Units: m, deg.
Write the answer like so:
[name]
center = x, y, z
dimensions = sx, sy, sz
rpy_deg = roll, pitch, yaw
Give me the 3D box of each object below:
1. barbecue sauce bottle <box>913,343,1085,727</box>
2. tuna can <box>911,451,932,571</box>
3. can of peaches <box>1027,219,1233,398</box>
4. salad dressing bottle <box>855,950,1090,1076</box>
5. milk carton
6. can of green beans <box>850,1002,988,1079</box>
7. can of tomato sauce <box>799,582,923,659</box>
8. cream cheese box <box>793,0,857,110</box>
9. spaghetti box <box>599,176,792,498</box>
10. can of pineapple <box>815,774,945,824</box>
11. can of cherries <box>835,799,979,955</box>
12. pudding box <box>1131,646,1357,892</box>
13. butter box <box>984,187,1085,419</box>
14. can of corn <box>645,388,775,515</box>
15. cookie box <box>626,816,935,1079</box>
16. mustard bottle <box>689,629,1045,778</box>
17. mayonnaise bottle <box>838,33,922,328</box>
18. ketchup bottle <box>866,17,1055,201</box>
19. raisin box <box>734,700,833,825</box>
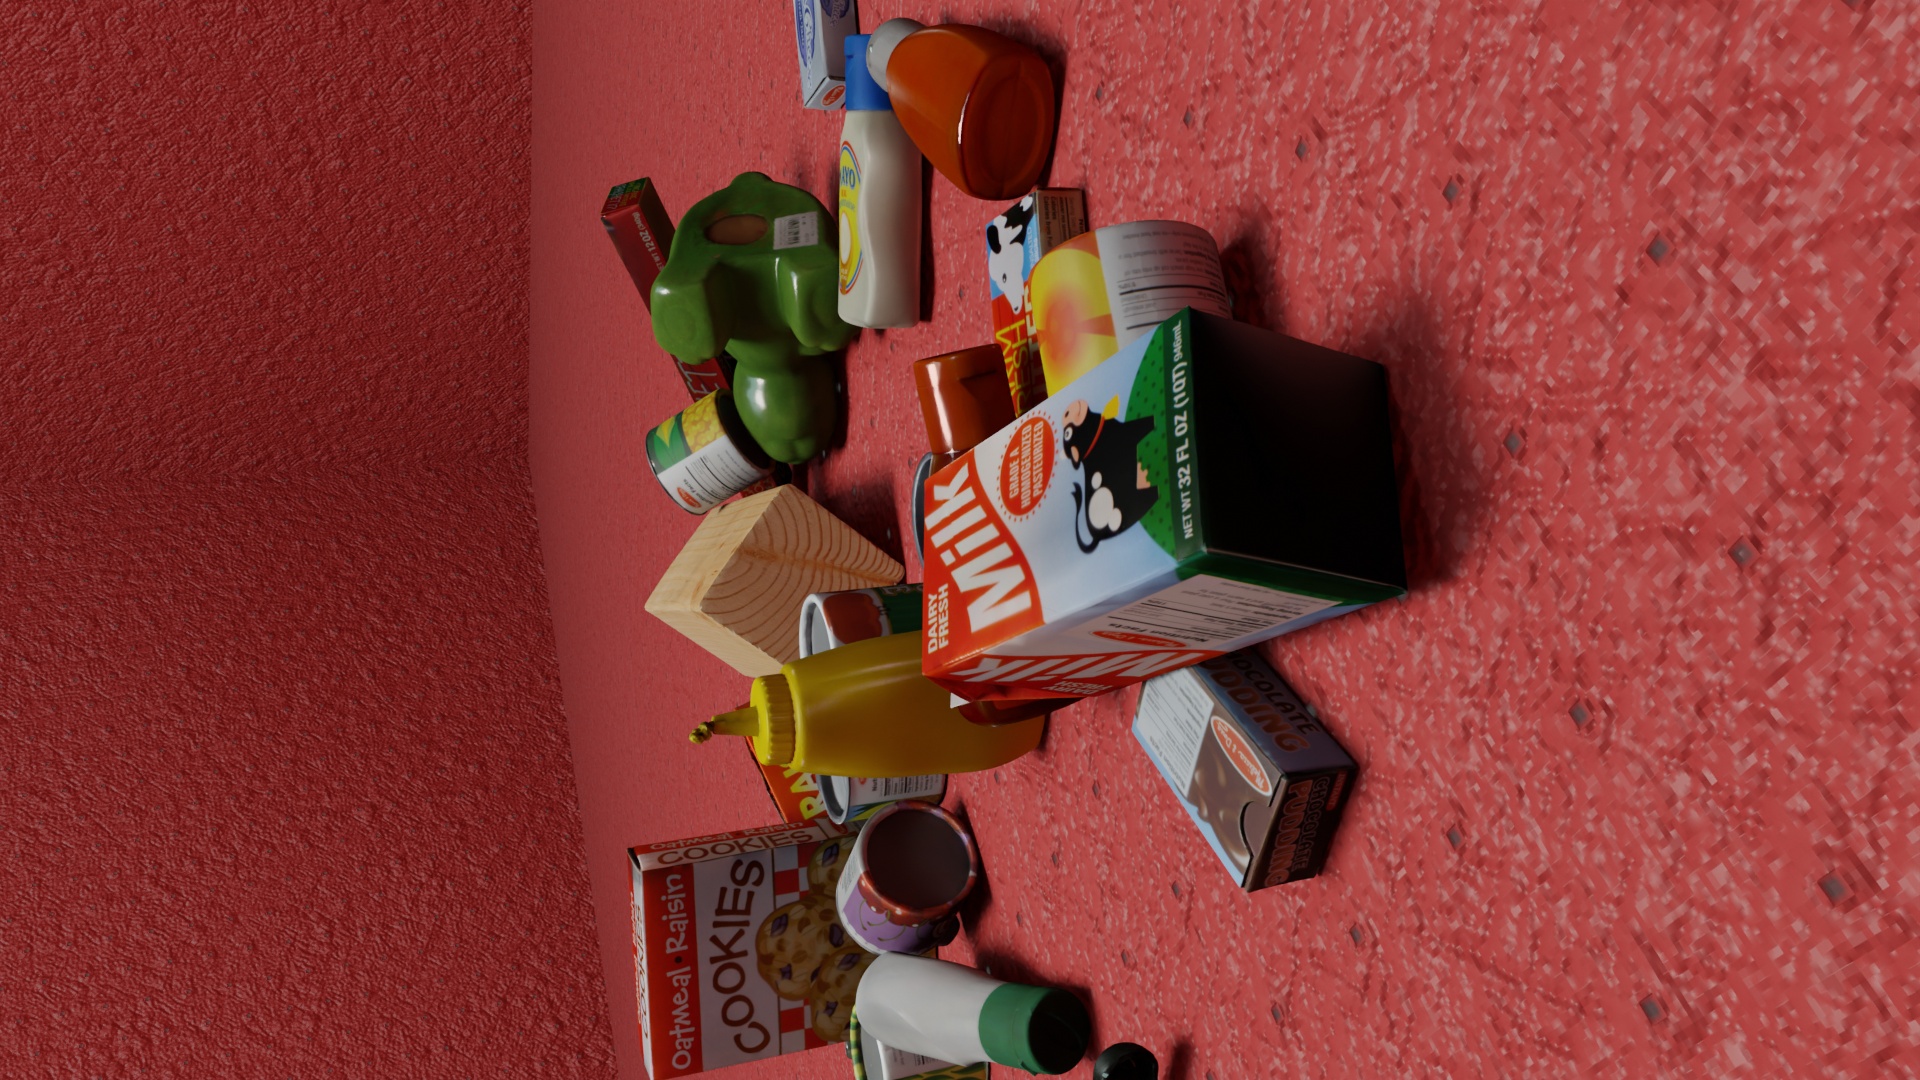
[barbecue sauce bottle]
center = 0.014, -0.004, 0.563
dimensions = 0.043, 0.065, 0.148
rpy_deg = 6, 111, 66
[tuna can]
center = 0.002, -0.008, 0.667
dimensions = 0.071, 0.033, 0.071
rpy_deg = 177, 89, -69
[can of peaches]
center = 0.058, -0.066, 0.466
dimensions = 0.071, 0.071, 0.058
rpy_deg = 140, 123, -64
[salad dressing bottle]
center = 0.004, 0.227, 0.666
dimensions = 0.147, 0.064, 0.044
rpy_deg = -17, 36, 55
[milk carton]
center = 0.044, 0.002, 0.447
dimensions = 0.190, 0.073, 0.072
rpy_deg = -31, 54, 54
[can of green beans]
center = -0.024, 0.279, 0.757
dimensions = 0.071, 0.058, 0.071
rpy_deg = 176, 89, -69
[can of tomato sauce]
center = -0.034, 0.053, 0.702
dimensions = 0.071, 0.083, 0.071
rpy_deg = 176, 89, -68
[cream cheese box]
center = -0.082, -0.317, 0.832
dimensions = 0.053, 0.024, 0.104
rpy_deg = 170, 95, -68
[spaghetti box]
center = -0.174, -0.124, 0.945
dimensions = 0.050, 0.028, 0.249
rpy_deg = -94, -15, -55
[can of pineapple]
center = -0.047, 0.123, 0.785
dimensions = 0.071, 0.058, 0.071
rpy_deg = 177, 89, -69
[can of cherries]
center = -0.026, 0.181, 0.740
dimensions = 0.058, 0.071, 0.072
rpy_deg = 113, 146, -48
[pudding box]
center = 0.091, 0.069, 0.461
dimensions = 0.084, 0.030, 0.049
rpy_deg = -124, 37, -52
[butter box]
center = 0.034, -0.090, 0.580
dimensions = 0.053, 0.024, 0.103
rpy_deg = 169, 96, -68
[can of corn]
center = -0.164, -0.061, 0.917
dimensions = 0.071, 0.058, 0.071
rpy_deg = 53, -162, -26
[cookie box]
center = -0.099, 0.225, 0.787
dimensions = 0.040, 0.168, 0.122
rpy_deg = -161, 68, -67
[mustard bottle]
center = -0.042, 0.074, 0.622
dimensions = 0.049, 0.160, 0.065
rpy_deg = -143, 53, -64
[mayonnaise bottle]
center = -0.043, -0.189, 0.736
dimensions = 0.065, 0.041, 0.147
rpy_deg = -144, 52, -65
[ketchup bottle]
center = -0.006, -0.206, 0.633
dimensions = 0.149, 0.043, 0.064
rpy_deg = -125, 37, -53
[raisin box]
center = -0.101, 0.145, 0.876
dimensions = 0.086, 0.040, 0.123
rpy_deg = 62, 173, 14
